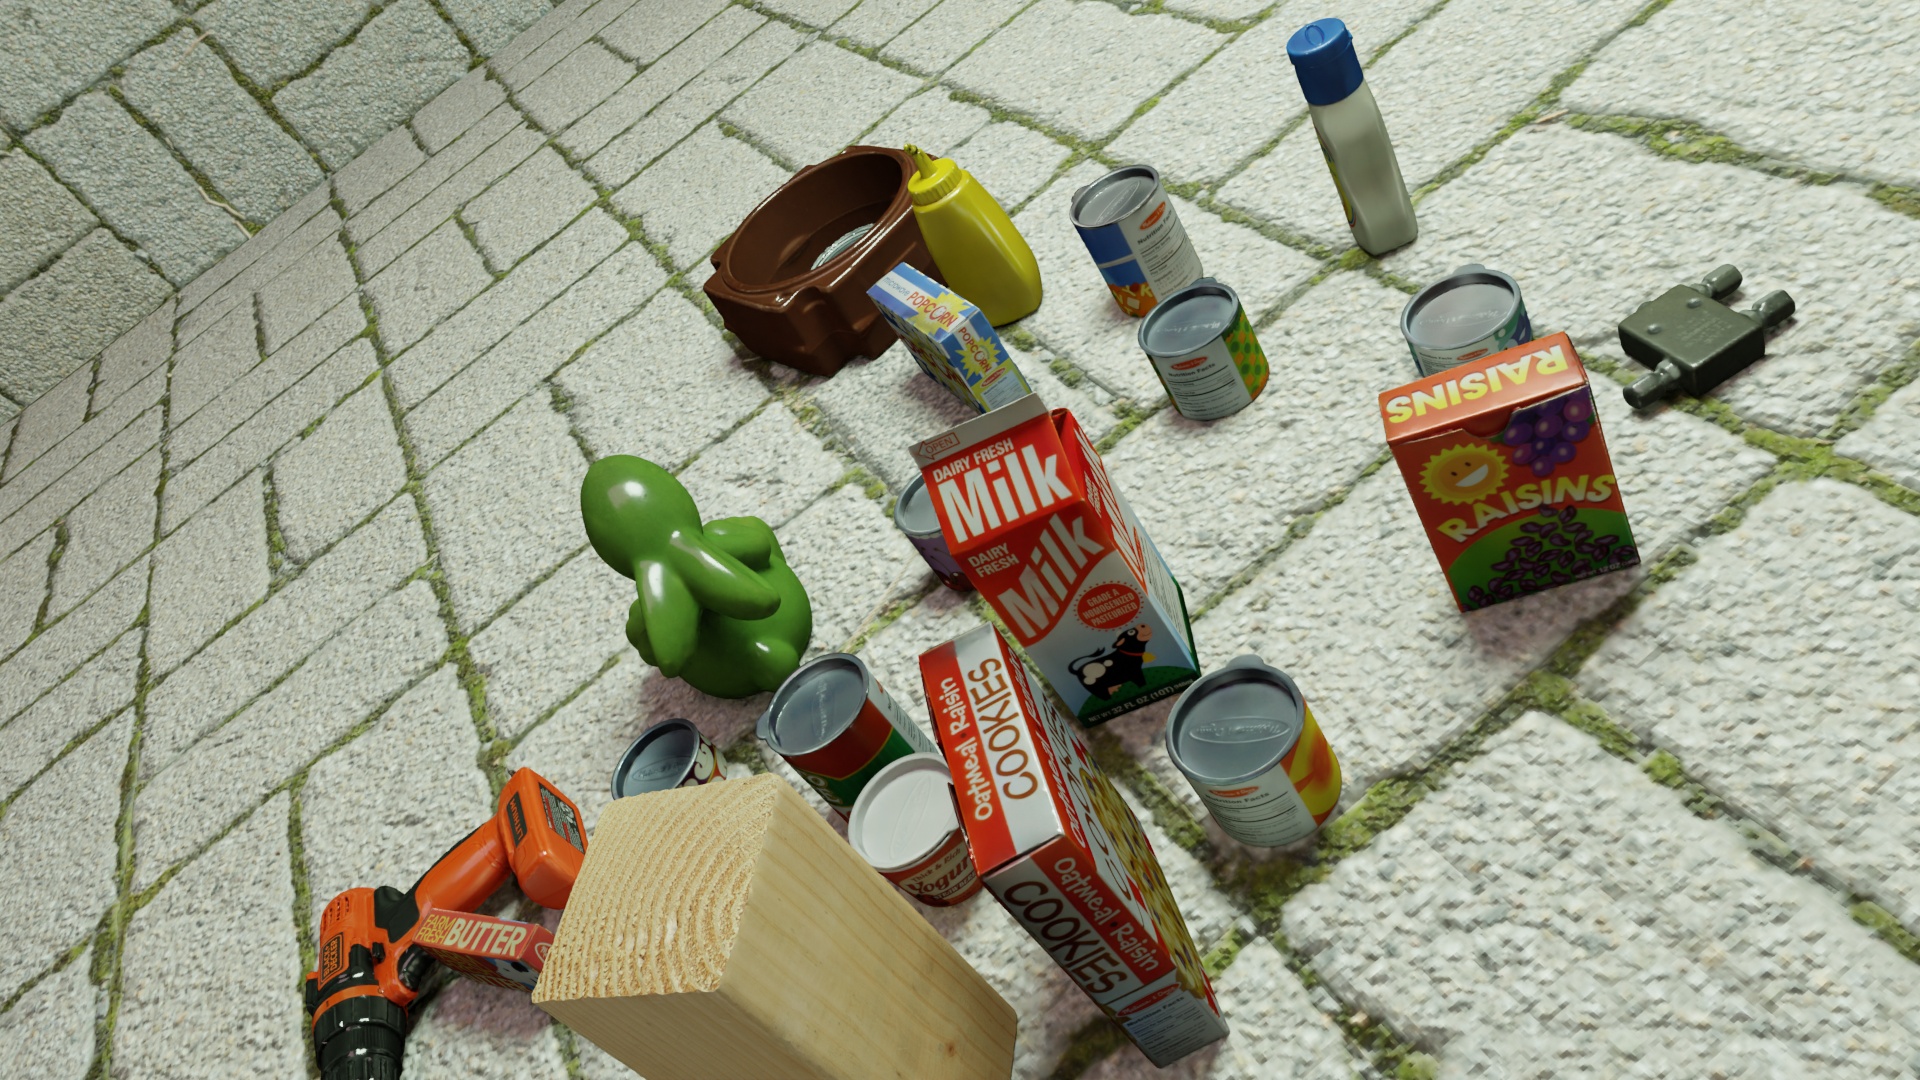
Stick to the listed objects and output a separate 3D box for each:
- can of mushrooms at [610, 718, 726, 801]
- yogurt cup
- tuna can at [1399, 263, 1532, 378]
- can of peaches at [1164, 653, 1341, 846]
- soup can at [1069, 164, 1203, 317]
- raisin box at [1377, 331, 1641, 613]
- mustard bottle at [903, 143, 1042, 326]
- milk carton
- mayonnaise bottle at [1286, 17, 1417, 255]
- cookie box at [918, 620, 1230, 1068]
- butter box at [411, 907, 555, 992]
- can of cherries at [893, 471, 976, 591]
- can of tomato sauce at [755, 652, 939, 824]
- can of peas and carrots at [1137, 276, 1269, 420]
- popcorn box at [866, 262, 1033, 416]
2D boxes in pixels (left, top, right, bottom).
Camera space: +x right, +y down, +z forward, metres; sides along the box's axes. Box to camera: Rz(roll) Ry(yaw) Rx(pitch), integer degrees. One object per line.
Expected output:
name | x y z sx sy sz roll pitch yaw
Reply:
can of mushrooms | -0.181 0.148 0.859 0.071 0.033 0.071 -21 40 19
yogurt cup | -0.016 0.151 0.712 0.072 0.053 0.073 -21 39 19
tuna can | 0.287 -0.122 0.788 0.071 0.032 0.071 -21 40 19
can of peaches | 0.138 0.098 0.647 0.071 0.058 0.071 -21 39 19
soup can | 0.121 -0.208 0.966 0.071 0.083 0.072 -21 39 19
raisin box | 0.252 -0.027 0.638 0.086 0.123 0.040 -18 41 22
mustard bottle | 0.003 -0.230 1.018 0.065 0.159 0.049 -17 41 24
milk carton | 0.050 0.005 0.705 0.072 0.190 0.074 -23 39 17
mayonnaise bottle | 0.244 -0.252 0.865 0.041 0.147 0.065 -23 39 17
cookie box | 0.047 0.130 0.592 0.040 0.167 0.123 -30 37 8
butter box | -0.268 0.241 0.811 0.103 0.053 0.024 -4 47 35
can of cherries | 0.003 -0.011 0.867 0.071 0.058 0.072 -21 39 19
can of tomato sauce | -0.060 0.113 0.762 0.071 0.083 0.071 -21 39 19
can of peas and carrots | 0.153 -0.119 0.867 0.071 0.058 0.071 -21 39 19
popcorn box | -0.009 -0.142 0.995 0.038 0.085 0.127 -40 37 -5
